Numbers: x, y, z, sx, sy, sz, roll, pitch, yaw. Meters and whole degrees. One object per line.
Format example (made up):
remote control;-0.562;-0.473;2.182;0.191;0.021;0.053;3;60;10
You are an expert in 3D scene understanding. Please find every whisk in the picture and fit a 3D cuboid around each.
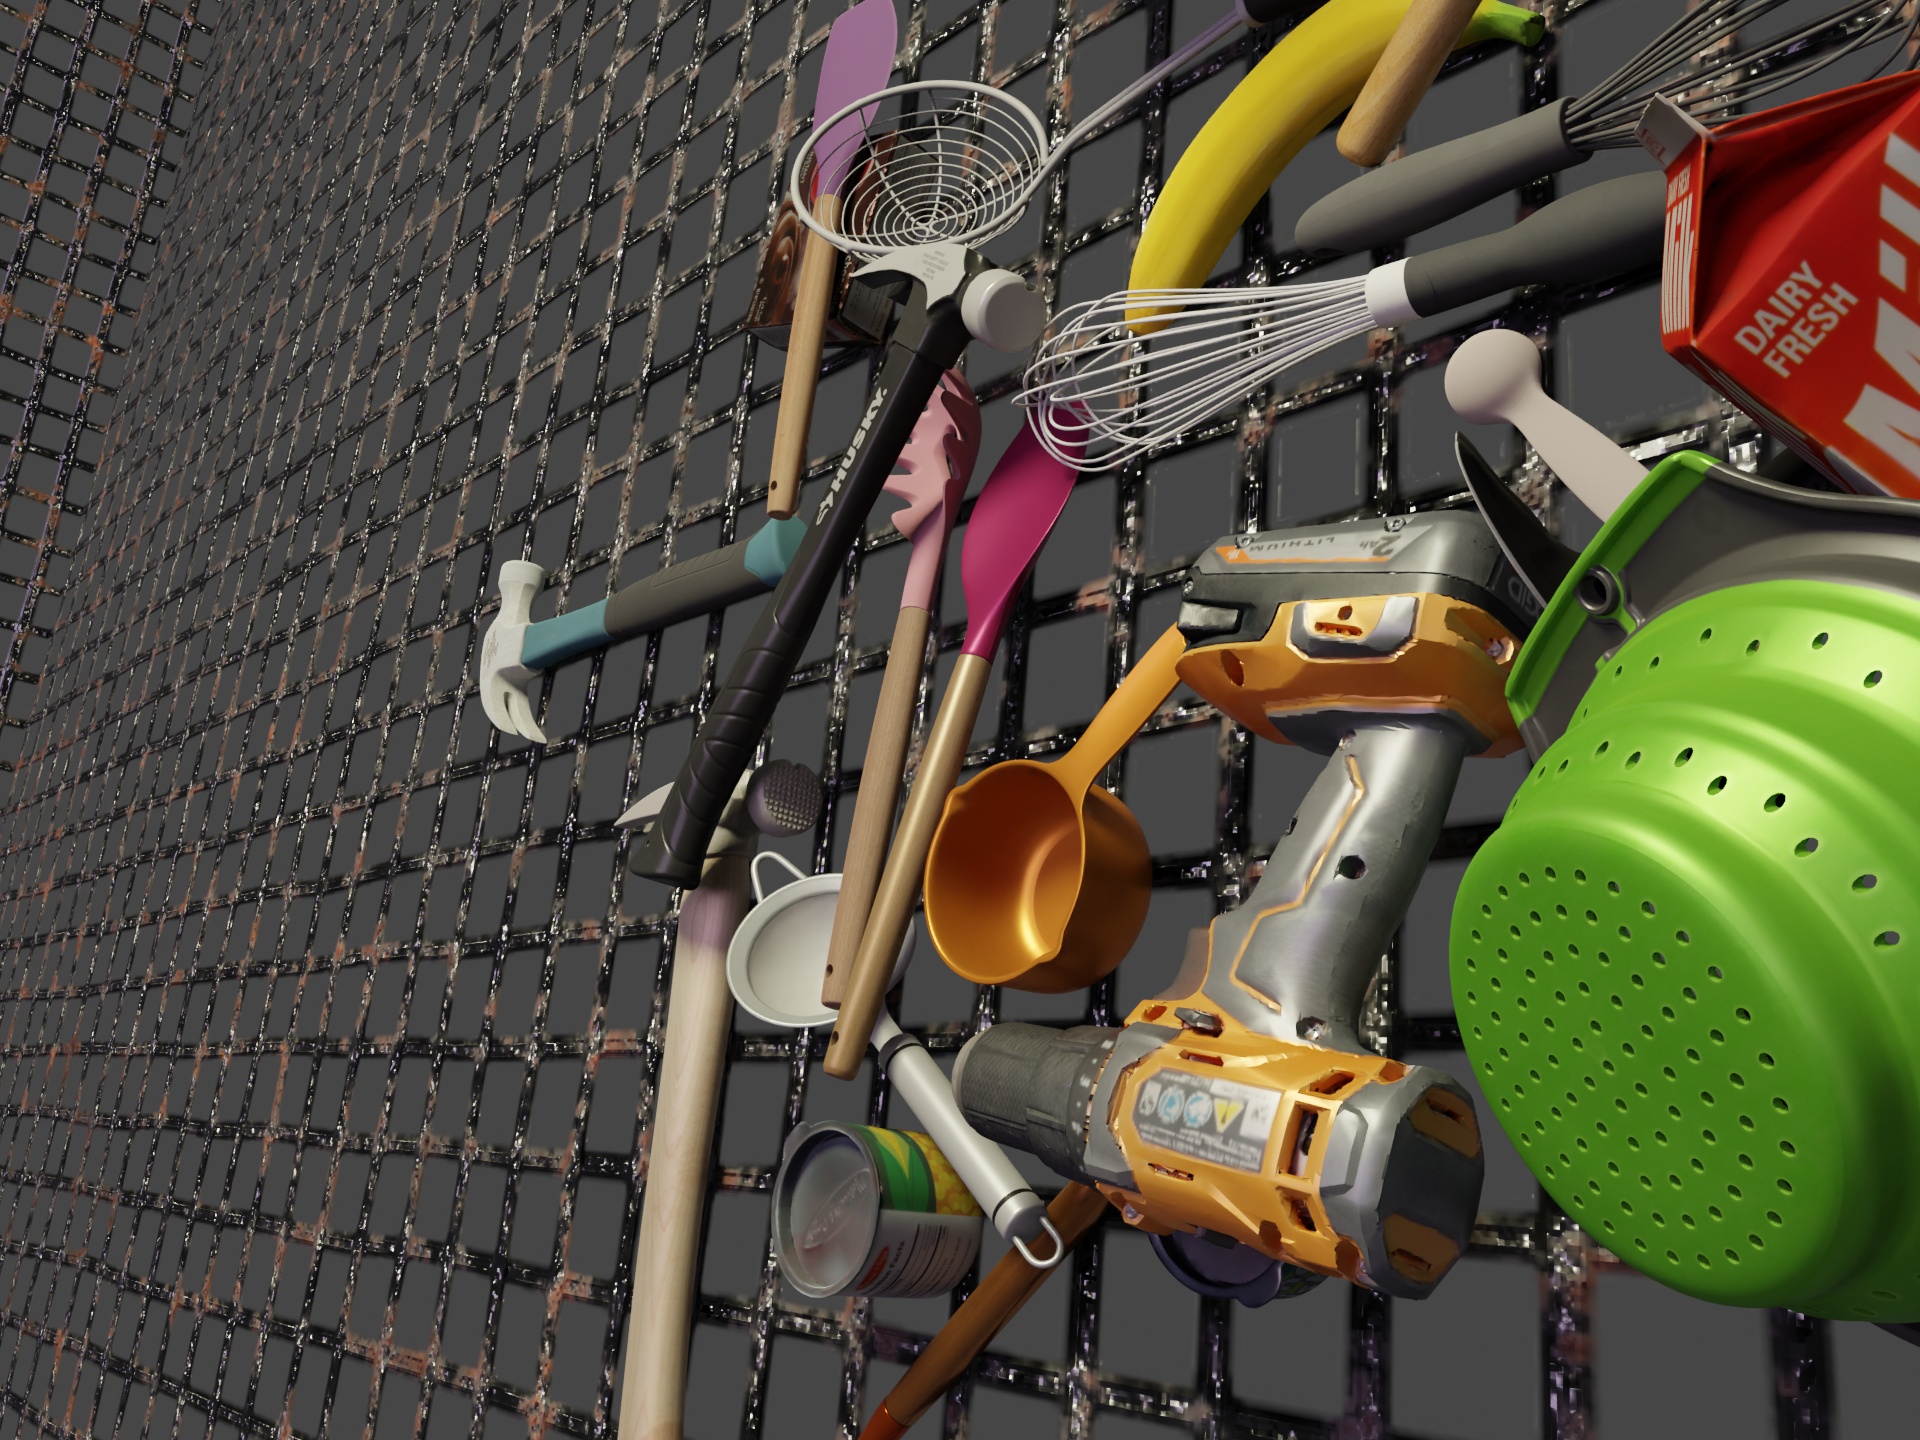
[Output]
whisk;0.210;-0.201;0.542;0.239;0.055;0.055;-7;70;52
whisk;0.135;-0.150;0.598;0.285;0.070;0.070;-8;69;41
whisk;0.201;-0.298;0.534;0.051;0.047;0.244;37;129;10

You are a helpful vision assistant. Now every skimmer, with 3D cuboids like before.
skimmer;0.062;-0.298;0.688;0.363;0.090;0.127;-17;44;49

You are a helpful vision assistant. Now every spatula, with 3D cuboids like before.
spatula;-0.070;-0.251;0.835;0.060;0.018;0.316;-8;67;40
spatula;-0.016;0.250;0.612;0.322;0.041;0.081;-54;42;17

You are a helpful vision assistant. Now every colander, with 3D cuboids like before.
colander;0.214;0.122;0.313;0.397;0.094;0.204;60;156;29

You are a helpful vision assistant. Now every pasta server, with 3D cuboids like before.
pasta server;-0.031;-0.027;0.714;0.060;0.040;0.316;-23;49;51

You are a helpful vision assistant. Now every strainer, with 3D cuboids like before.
strainer;-0.028;0.137;0.658;0.087;0.050;0.259;-28;37;-15

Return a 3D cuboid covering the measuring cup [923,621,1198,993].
measuring cup;0.057;0.031;0.611;0.173;0.052;0.095;-53;43;17

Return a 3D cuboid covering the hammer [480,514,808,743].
hammer;-0.197;-0.066;0.950;0.331;0.033;0.128;-13;65;45

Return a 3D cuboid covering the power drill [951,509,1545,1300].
power drill;0.092;0.053;0.517;0.185;0.084;0.226;-1;65;48

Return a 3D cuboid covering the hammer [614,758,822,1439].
hammer;-0.142;0.227;0.767;0.146;0.038;0.411;-15;64;46

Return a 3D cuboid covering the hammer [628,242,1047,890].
hammer;-0.074;-0.066;0.745;0.334;0.035;0.146;-62;31;12

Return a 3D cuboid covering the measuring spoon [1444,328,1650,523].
measuring spoon;0.199;-0.093;0.526;0.034;0.018;0.124;-50;45;22

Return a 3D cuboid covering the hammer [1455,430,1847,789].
hammer;0.288;-0.130;0.394;0.337;0.034;0.127;-43;88;23

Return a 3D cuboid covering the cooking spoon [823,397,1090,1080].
cooking spoon;-0.001;-0.002;0.679;0.069;0.017;0.319;-6;60;51
